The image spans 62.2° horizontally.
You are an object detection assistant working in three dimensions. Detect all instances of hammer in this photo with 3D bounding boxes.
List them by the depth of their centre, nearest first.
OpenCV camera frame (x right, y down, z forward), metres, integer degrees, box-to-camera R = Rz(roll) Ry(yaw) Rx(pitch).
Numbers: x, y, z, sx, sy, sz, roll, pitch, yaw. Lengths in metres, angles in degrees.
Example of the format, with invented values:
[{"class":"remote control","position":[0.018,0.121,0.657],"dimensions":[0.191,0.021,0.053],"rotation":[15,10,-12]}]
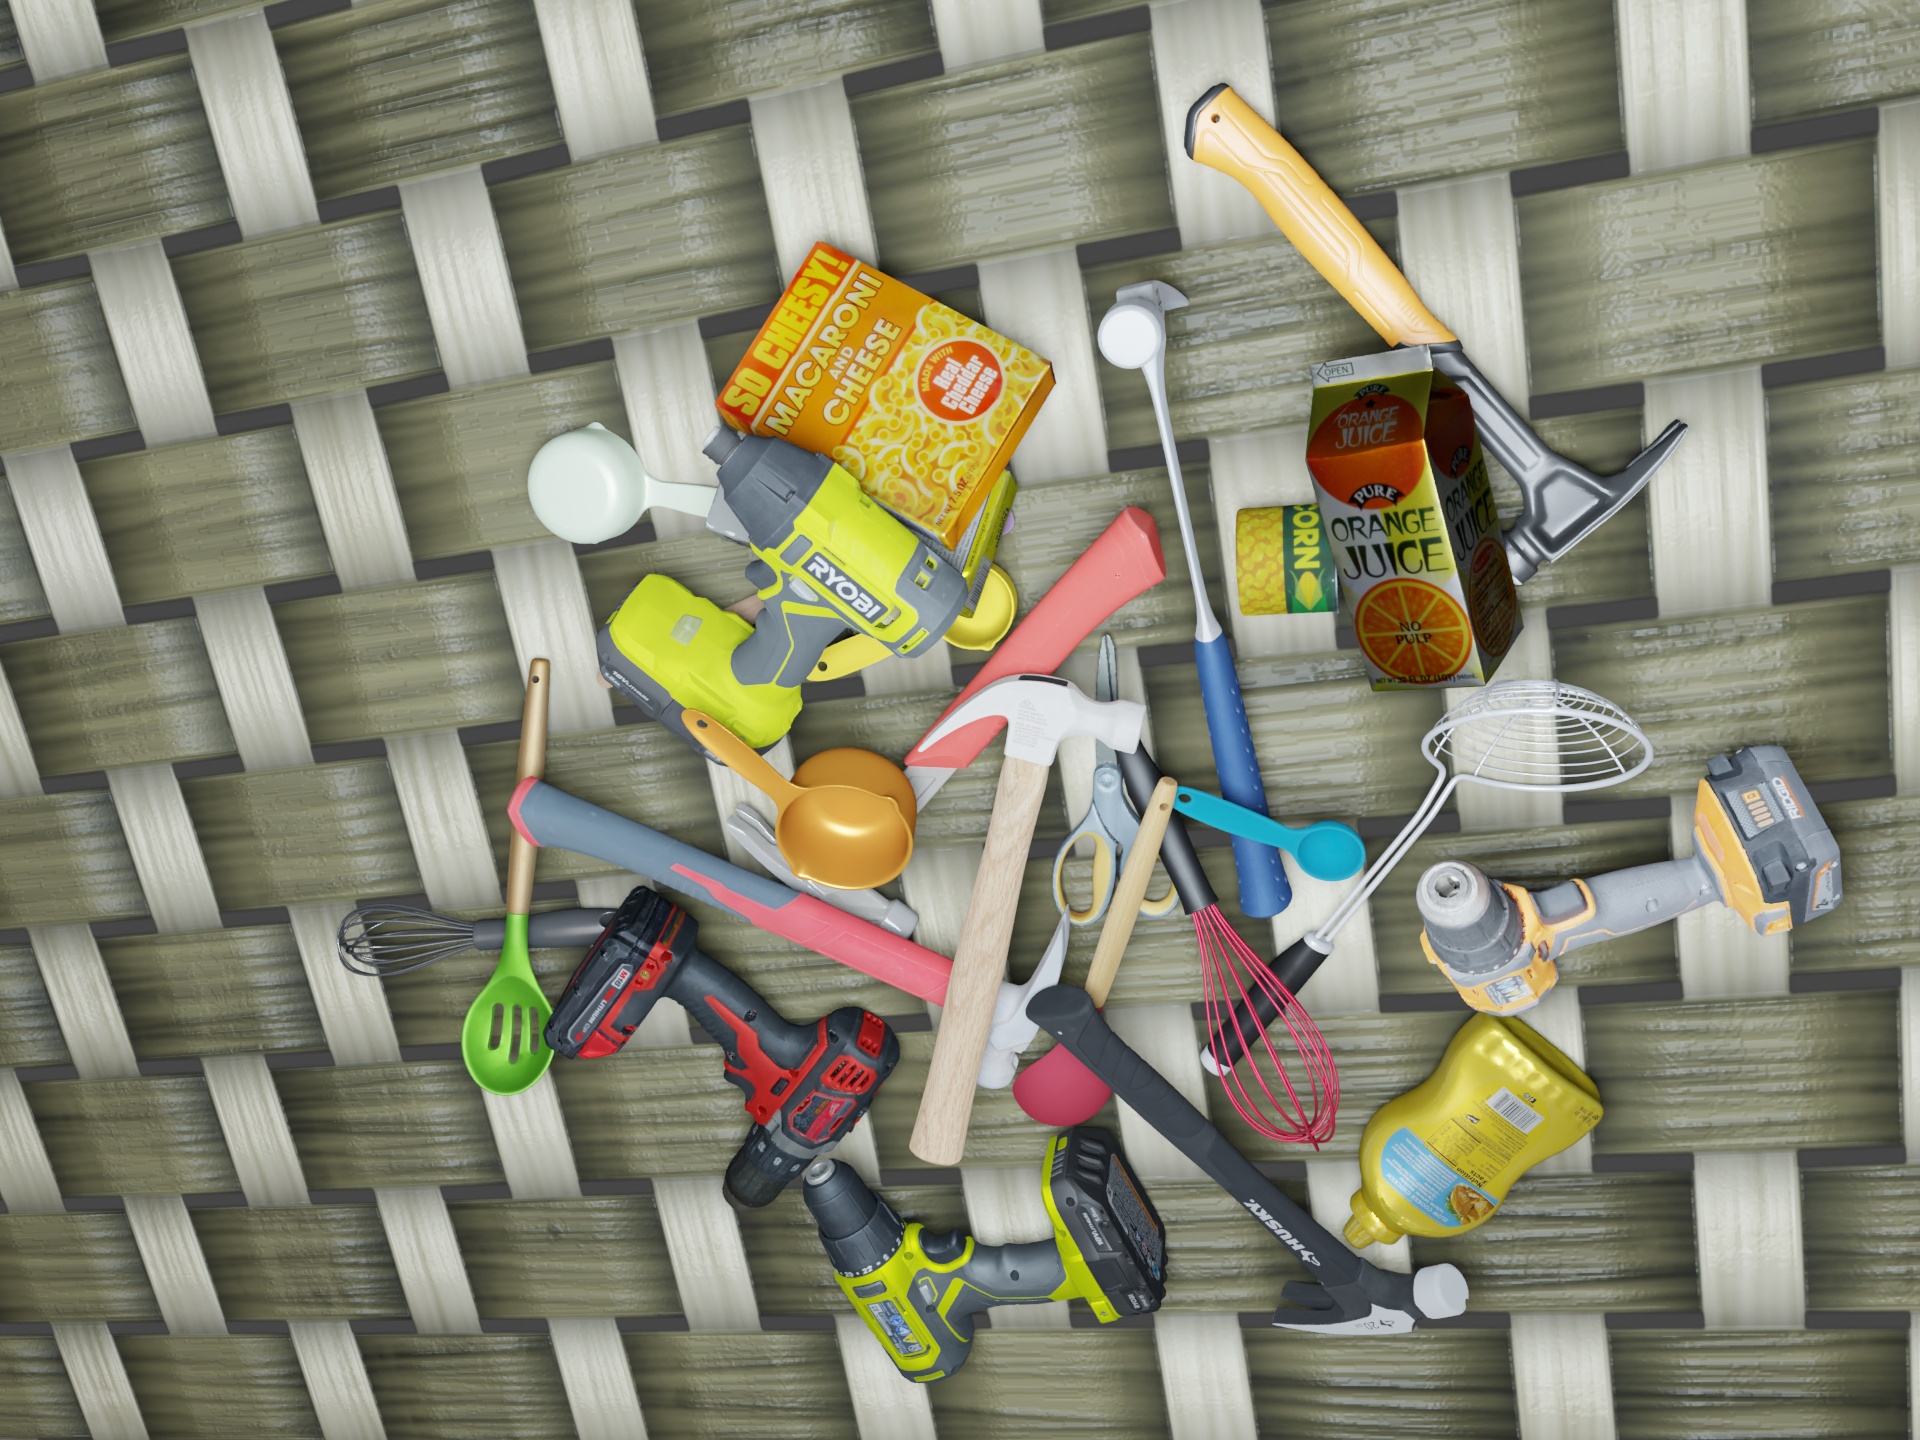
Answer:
[{"class":"hammer","position":[0.259,-0.239,0.915],"dimensions":[0.337,0.034,0.127],"rotation":[46,112,-3]},{"class":"hammer","position":[0.150,-0.065,0.964],"dimensions":[0.035,0.144,0.405],"rotation":[-9,114,17]},{"class":"hammer","position":[0.015,0.130,1.008],"dimensions":[0.130,0.031,0.331],"rotation":[15,104,7]},{"class":"hammer","position":[-0.002,-0.003,1.024],"dimensions":[0.149,0.037,0.359],"rotation":[38,118,-6]},{"class":"hammer","position":[0.169,0.293,1.051],"dimensions":[0.334,0.035,0.146],"rotation":[43,138,-9]},{"class":"hammer","position":[-0.119,0.115,1.069],"dimensions":[0.386,0.038,0.143],"rotation":[23,118,2]}]

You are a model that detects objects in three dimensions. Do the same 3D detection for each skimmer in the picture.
[{"class":"skimmer","position":[0.271,0.115,0.992],"dimensions":[0.127,0.090,0.363],"rotation":[21,117,-28]}]

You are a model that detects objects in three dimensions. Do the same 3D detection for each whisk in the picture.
[{"class":"whisk","position":[0.161,0.136,1.007],"dimensions":[0.073,0.073,0.296],"rotation":[-26,86,19]},{"class":"whisk","position":[-0.354,0.157,1.179],"dimensions":[0.239,0.055,0.055],"rotation":[-5,106,10]}]

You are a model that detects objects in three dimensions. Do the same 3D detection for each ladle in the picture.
[{"class":"ladle","position":[0.094,0.163,1.038],"dimensions":[0.069,0.031,0.315],"rotation":[9,124,-8]}]

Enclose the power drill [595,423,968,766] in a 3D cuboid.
[{"class":"power drill","position":[-0.123,-0.074,0.967],"dimensions":[0.171,0.080,0.223],"rotation":[39,137,-15]}]

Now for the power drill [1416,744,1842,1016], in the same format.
[{"class":"power drill","position":[0.377,0.095,0.921],"dimensions":[0.226,0.185,0.084],"rotation":[-25,57,18]}]

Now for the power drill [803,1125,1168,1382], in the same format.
[{"class":"power drill","position":[0.013,0.369,1.129],"dimensions":[0.228,0.080,0.190],"rotation":[-21,111,20]}]

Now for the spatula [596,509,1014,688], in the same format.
[{"class":"spatula","position":[-0.112,-0.088,1.058],"dimensions":[0.316,0.018,0.060],"rotation":[-24,96,18]}]

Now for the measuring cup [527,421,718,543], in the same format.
[{"class":"measuring cup","position":[-0.208,-0.147,1.050],"dimensions":[0.167,0.038,0.083],"rotation":[11,109,12]}]

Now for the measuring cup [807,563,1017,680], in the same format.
[{"class":"measuring cup","position":[-0.034,-0.060,1.044],"dimensions":[0.156,0.029,0.062],"rotation":[-21,101,21]}]

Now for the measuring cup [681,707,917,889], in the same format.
[{"class":"measuring cup","position":[-0.101,0.034,1.002],"dimensions":[0.173,0.052,0.095],"rotation":[40,121,-19]}]

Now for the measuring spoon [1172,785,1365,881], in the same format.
[{"class":"measuring spoon","position":[0.185,0.061,0.970],"dimensions":[0.128,0.021,0.042],"rotation":[21,127,4]}]

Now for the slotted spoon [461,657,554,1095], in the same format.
[{"class":"slotted spoon","position":[-0.311,0.112,1.134],"dimensions":[0.070,0.031,0.314],"rotation":[7,96,4]}]

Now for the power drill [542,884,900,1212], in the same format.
[{"class":"power drill","position":[-0.179,0.244,1.137],"dimensions":[0.226,0.080,0.188],"rotation":[33,112,-10]}]
